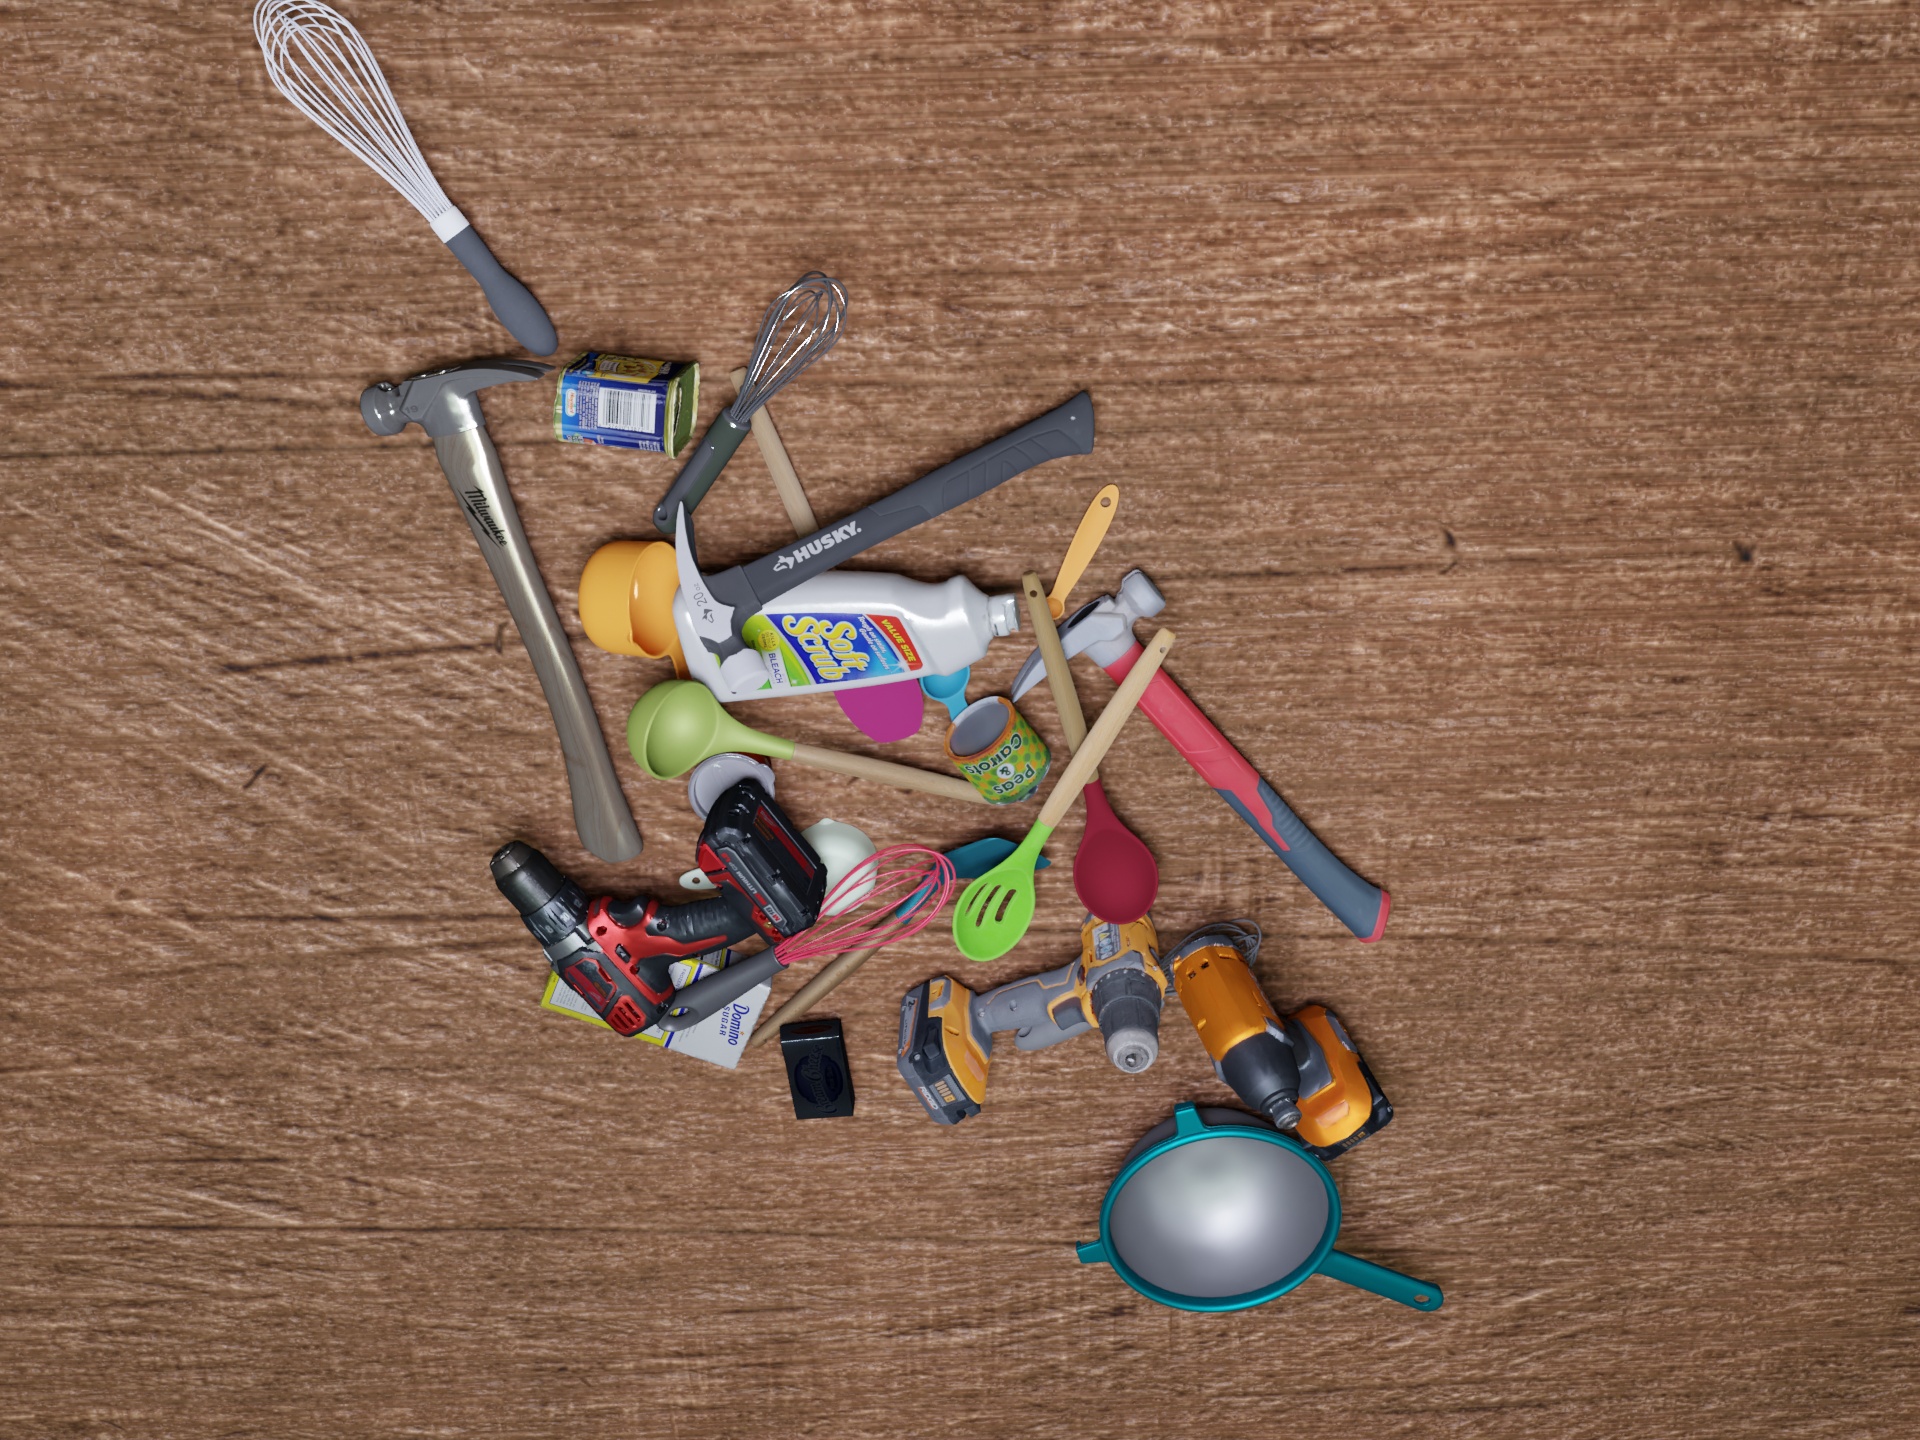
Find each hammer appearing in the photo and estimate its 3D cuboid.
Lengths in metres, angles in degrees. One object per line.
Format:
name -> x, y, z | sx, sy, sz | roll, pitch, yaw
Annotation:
hammer -> 0.212, 0.058, 1.298 | 0.143, 0.038, 0.386 | -39, 109, 16
hammer -> -0.050, -0.155, 1.162 | 0.335, 0.035, 0.146 | -28, 73, -5
hammer -> -0.314, -0.072, 1.218 | 0.146, 0.038, 0.410 | -7, 116, 17

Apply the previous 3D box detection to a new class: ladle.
ladle -> -0.103, 0.033, 1.233 | 0.320, 0.062, 0.078 | 14, 101, -24
ladle -> 0.094, 0.025, 1.250 | 0.069, 0.031, 0.315 | -14, 116, 7

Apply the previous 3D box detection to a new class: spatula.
spatula -> -0.065, 0.190, 1.343 | 0.317, 0.044, 0.082 | -42, 140, 17

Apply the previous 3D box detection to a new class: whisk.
whisk -> -0.131, 0.182, 1.292 | 0.296, 0.073, 0.073 | -30, 111, 16
whisk -> -0.157, -0.223, 1.144 | 0.059, 0.058, 0.246 | -1, 141, -48
whisk -> -0.373, -0.370, 1.094 | 0.070, 0.070, 0.284 | -32, 115, 12
whisk -> 0.151, 0.231, 1.370 | 0.239, 0.055, 0.055 | -26, 111, 15

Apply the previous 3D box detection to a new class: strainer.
strainer -> 0.283, 0.444, 1.437 | 0.340, 0.095, 0.211 | 24, 113, -13

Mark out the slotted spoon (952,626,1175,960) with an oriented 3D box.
slotted spoon -> 0.081, 0.059, 1.238 | 0.070, 0.031, 0.313 | 19, 113, -28

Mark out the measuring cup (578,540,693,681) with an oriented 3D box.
measuring cup -> -0.242, -0.063, 1.223 | 0.052, 0.095, 0.173 | 7, 138, 17

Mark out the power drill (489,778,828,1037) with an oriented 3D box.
power drill -> -0.240, 0.134, 1.246 | 0.226, 0.080, 0.187 | -30, 110, 19

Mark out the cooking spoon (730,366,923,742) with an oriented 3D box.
cooking spoon -> -0.106, -0.121, 1.223 | 0.069, 0.017, 0.318 | -16, 113, 17

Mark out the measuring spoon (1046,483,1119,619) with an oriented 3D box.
measuring spoon -> 0.092, -0.131, 1.230 | 0.021, 0.011, 0.117 | 23, 107, -11

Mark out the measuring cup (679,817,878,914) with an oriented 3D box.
measuring cup -> -0.151, 0.131, 1.319 | 0.167, 0.038, 0.083 | -7, 113, -1

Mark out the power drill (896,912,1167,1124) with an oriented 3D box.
power drill -> 0.063, 0.250, 1.300 | 0.226, 0.185, 0.084 | -26, 113, 13

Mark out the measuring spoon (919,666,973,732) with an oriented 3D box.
measuring spoon -> -0.002, -0.004, 1.280 | 0.042, 0.021, 0.128 | -28, 122, -12

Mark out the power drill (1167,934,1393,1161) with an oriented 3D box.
power drill -> 0.266, 0.281, 1.291 | 0.084, 0.164, 0.226 | -38, 136, 14
